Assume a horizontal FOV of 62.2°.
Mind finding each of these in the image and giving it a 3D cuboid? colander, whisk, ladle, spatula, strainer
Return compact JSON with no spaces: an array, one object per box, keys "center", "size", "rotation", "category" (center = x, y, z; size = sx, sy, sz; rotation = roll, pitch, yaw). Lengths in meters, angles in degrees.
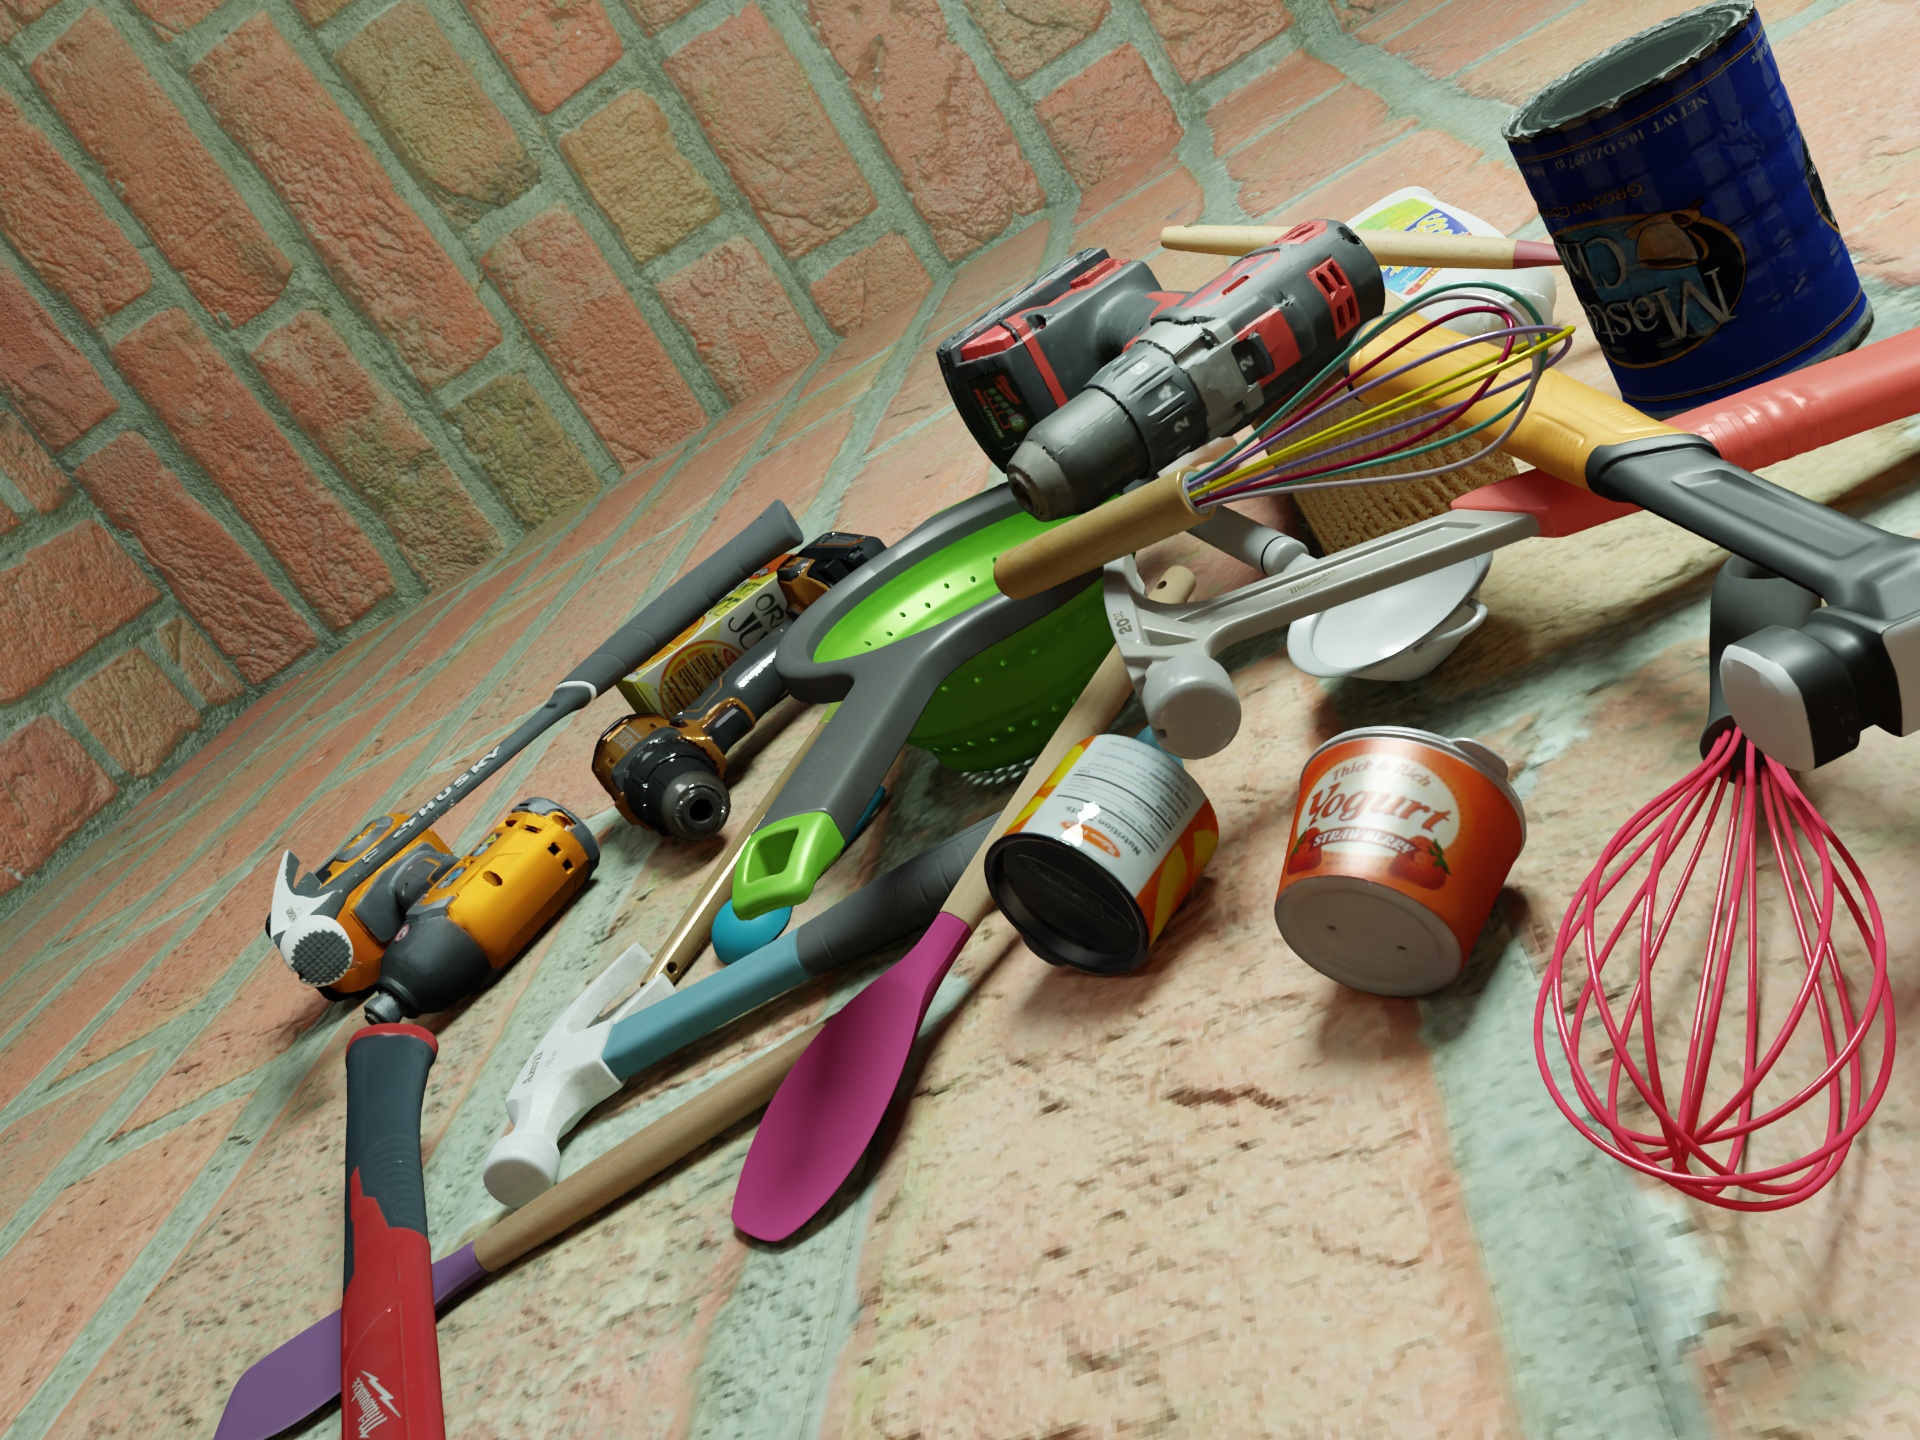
[{"center":[-0.001,-0.002,0.708],"size":[0.204,0.094,0.397],"rotation":[-20,21,24],"category":"colander"},{"center":[0.205,0.017,0.419],"size":[0.073,0.073,0.296],"rotation":[-18,18,37],"category":"whisk"},{"center":[0.252,-0.237,0.800],"size":[0.315,0.031,0.069],"rotation":[10,26,23],"category":"ladle"},{"center":[-0.167,0.199,0.627],"size":[0.316,0.018,0.060],"rotation":[-33,22,5],"category":"spatula"},{"center":[0.097,-0.087,0.557],"size":[0.245,0.051,0.047],"rotation":[-20,38,44],"category":"whisk"},{"center":[0.144,-0.065,0.673],"size":[0.087,0.050,0.259],"rotation":[-41,31,-3],"category":"strainer"},{"center":[-0.076,0.020,0.858],"size":[0.062,0.078,0.320],"rotation":[-25,26,47],"category":"ladle"}]

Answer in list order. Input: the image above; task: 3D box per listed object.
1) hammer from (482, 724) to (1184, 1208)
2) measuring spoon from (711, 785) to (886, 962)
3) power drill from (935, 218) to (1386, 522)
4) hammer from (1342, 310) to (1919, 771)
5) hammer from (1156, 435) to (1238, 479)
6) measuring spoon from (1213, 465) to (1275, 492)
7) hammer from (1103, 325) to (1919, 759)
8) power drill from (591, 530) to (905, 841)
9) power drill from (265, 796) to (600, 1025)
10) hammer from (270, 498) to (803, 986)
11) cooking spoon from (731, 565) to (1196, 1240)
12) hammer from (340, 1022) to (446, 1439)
[{"center":[-0.053,0.093,0.678],"size":[0.331,0.033,0.128],"rotation":[-29,21,12],"category":"hammer"},{"center":[-0.081,0.069,0.792],"size":[0.042,0.021,0.129],"rotation":[-9,32,50],"category":"measuring spoon"},{"center":[0.069,-0.161,0.756],"size":[0.188,0.080,0.227],"rotation":[-36,22,-13],"category":"power drill"},{"center":[0.212,-0.089,0.501],"size":[0.127,0.034,0.337],"rotation":[-26,26,0],"category":"hammer"},{"center":[0.097,-0.190,1.108],"size":[0.130,0.031,0.331],"rotation":[-34,18,8],"category":"hammer"},{"center":[0.173,-0.149,0.927],"size":[0.117,0.011,0.021],"rotation":[-23,22,27],"category":"measuring spoon"},{"center":[0.226,-0.088,0.566],"size":[0.359,0.036,0.149],"rotation":[-20,26,9],"category":"hammer"},{"center":[-0.121,-0.016,0.980],"size":[0.226,0.084,0.185],"rotation":[-42,21,-11],"category":"power drill"},{"center":[-0.342,0.125,0.993],"size":[0.226,0.084,0.164],"rotation":[-7,34,45],"category":"power drill"},{"center":[-0.255,-0.004,0.986],"size":[0.409,0.036,0.149],"rotation":[-42,29,-16],"category":"hammer"},{"center":[0.012,0.058,0.610],"size":[0.069,0.017,0.319],"rotation":[-3,47,54],"category":"cooking spoon"},{"center":[-0.228,0.221,0.598],"size":[0.143,0.038,0.387],"rotation":[-39,24,-7],"category":"hammer"}]
